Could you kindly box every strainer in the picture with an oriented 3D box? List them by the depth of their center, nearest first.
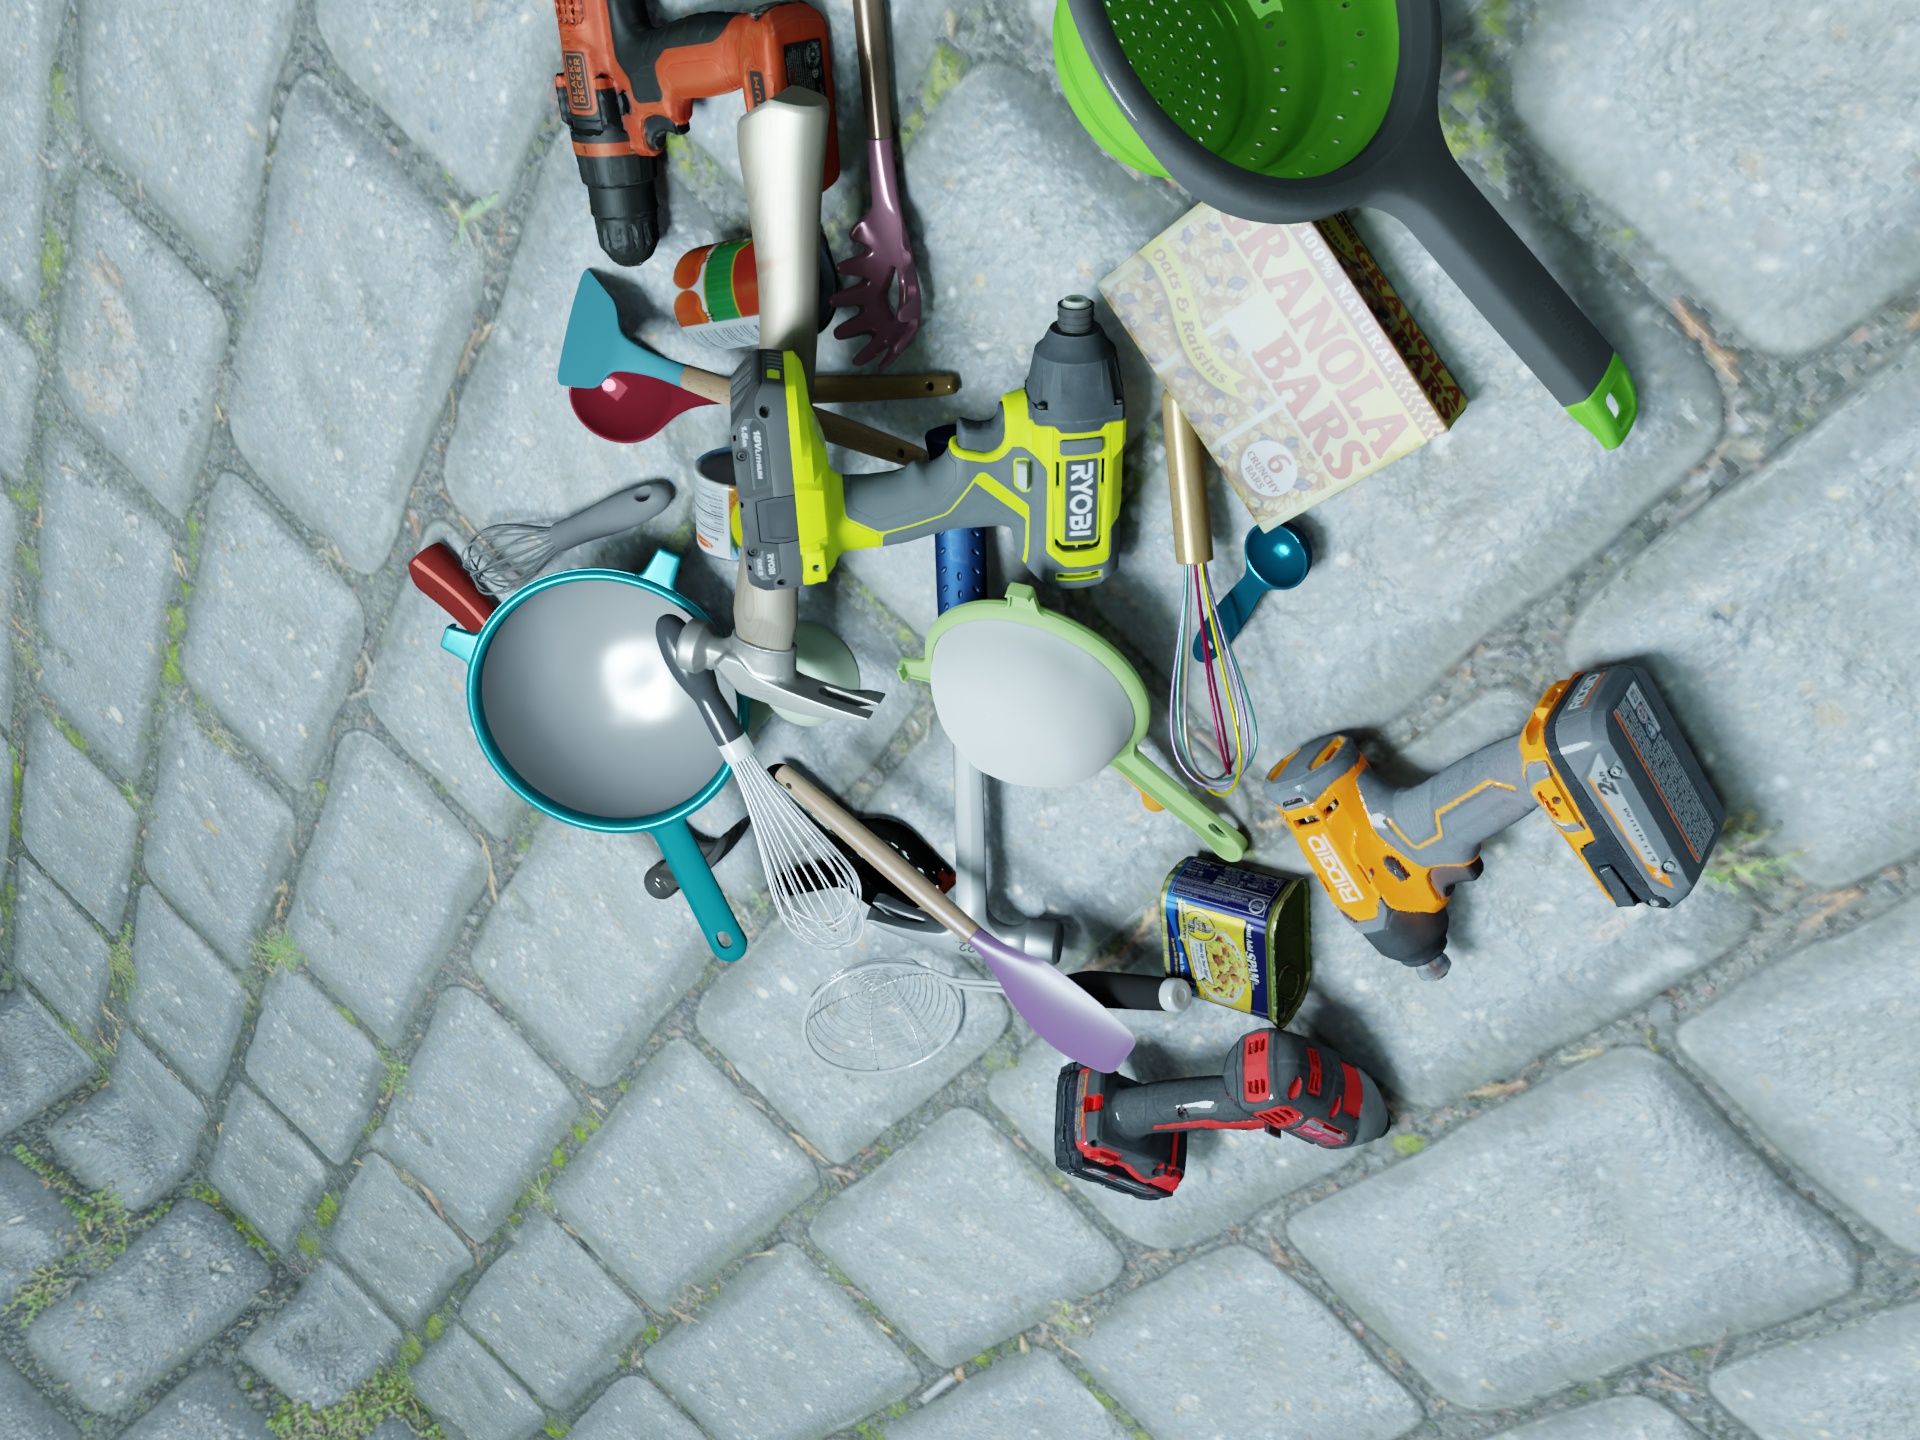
[{"bbox_3d":[0.077,0.030,0.996,0.256,0.069,0.151,38,147,-16],"label":"strainer"},{"bbox_3d":[-0.238,0.028,1.240,0.211,0.095,0.340,-19,111,9],"label":"strainer"}]

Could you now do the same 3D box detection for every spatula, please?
[{"bbox_3d":[-0.152,-0.219,1.042,0.318,0.044,0.082,24,105,22],"label":"spatula"},{"bbox_3d":[-0.011,0.135,1.109,0.316,0.018,0.059,39,127,12],"label":"spatula"}]

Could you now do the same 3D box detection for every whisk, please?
[{"bbox_3d":[0.142,-0.072,0.927,0.051,0.047,0.245,-7,106,2],"label":"whisk"},{"bbox_3d":[-0.150,0.048,1.167,0.070,0.070,0.284,-15,108,42],"label":"whisk"},{"bbox_3d":[-0.307,-0.145,1.230,0.239,0.055,0.055,-13,110,36],"label":"whisk"}]

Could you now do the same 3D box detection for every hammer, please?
[{"bbox_3d":[-0.101,-0.174,0.976,0.146,0.038,0.410,18,131,11],"label":"hammer"},{"bbox_3d":[-0.002,-0.003,1.085,0.144,0.035,0.405,5,121,12],"label":"hammer"},{"bbox_3d":[-0.330,-0.009,1.342,0.359,0.037,0.149,49,135,-3],"label":"hammer"}]

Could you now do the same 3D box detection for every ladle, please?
[{"bbox_3d":[-0.137,-0.221,1.062,0.315,0.031,0.069,6,112,31],"label":"ladle"}]

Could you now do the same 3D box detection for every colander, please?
[{"bbox_3d":[0.167,-0.262,0.740,0.396,0.204,0.094,41,159,-19],"label":"colander"}]

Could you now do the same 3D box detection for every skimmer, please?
[{"bbox_3d":[0.020,0.225,1.174,0.127,0.090,0.363,37,152,-30],"label":"skimmer"}]

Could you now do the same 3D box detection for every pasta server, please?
[{"bbox_3d":[-0.053,-0.357,0.900,0.060,0.040,0.316,23,130,37],"label":"pasta server"}]

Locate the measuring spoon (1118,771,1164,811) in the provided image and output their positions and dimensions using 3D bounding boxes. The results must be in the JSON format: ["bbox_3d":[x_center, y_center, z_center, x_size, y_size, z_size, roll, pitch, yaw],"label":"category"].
[{"bbox_3d":[0.095,0.019,1.063,0.117,0.011,0.021,46,135,1],"label":"measuring spoon"}]

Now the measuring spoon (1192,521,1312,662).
[{"bbox_3d":[0.172,-0.075,0.944,0.042,0.021,0.128,47,145,12],"label":"measuring spoon"}]

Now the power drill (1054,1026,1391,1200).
[{"bbox_3d":[0.183,0.273,1.105,0.143,0.079,0.219,29,143,-35],"label":"power drill"}]

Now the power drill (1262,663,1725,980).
[{"bbox_3d":[0.300,0.068,0.900,0.226,0.084,0.164,-21,105,48],"label":"power drill"}]

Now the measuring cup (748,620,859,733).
[{"bbox_3d":[-0.143,-0.014,1.197,0.167,0.038,0.083,-32,97,43],"label":"measuring cup"}]

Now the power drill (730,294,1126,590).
[{"bbox_3d":[-0.017,-0.155,0.917,0.223,0.080,0.171,-5,125,-5],"label":"power drill"}]
